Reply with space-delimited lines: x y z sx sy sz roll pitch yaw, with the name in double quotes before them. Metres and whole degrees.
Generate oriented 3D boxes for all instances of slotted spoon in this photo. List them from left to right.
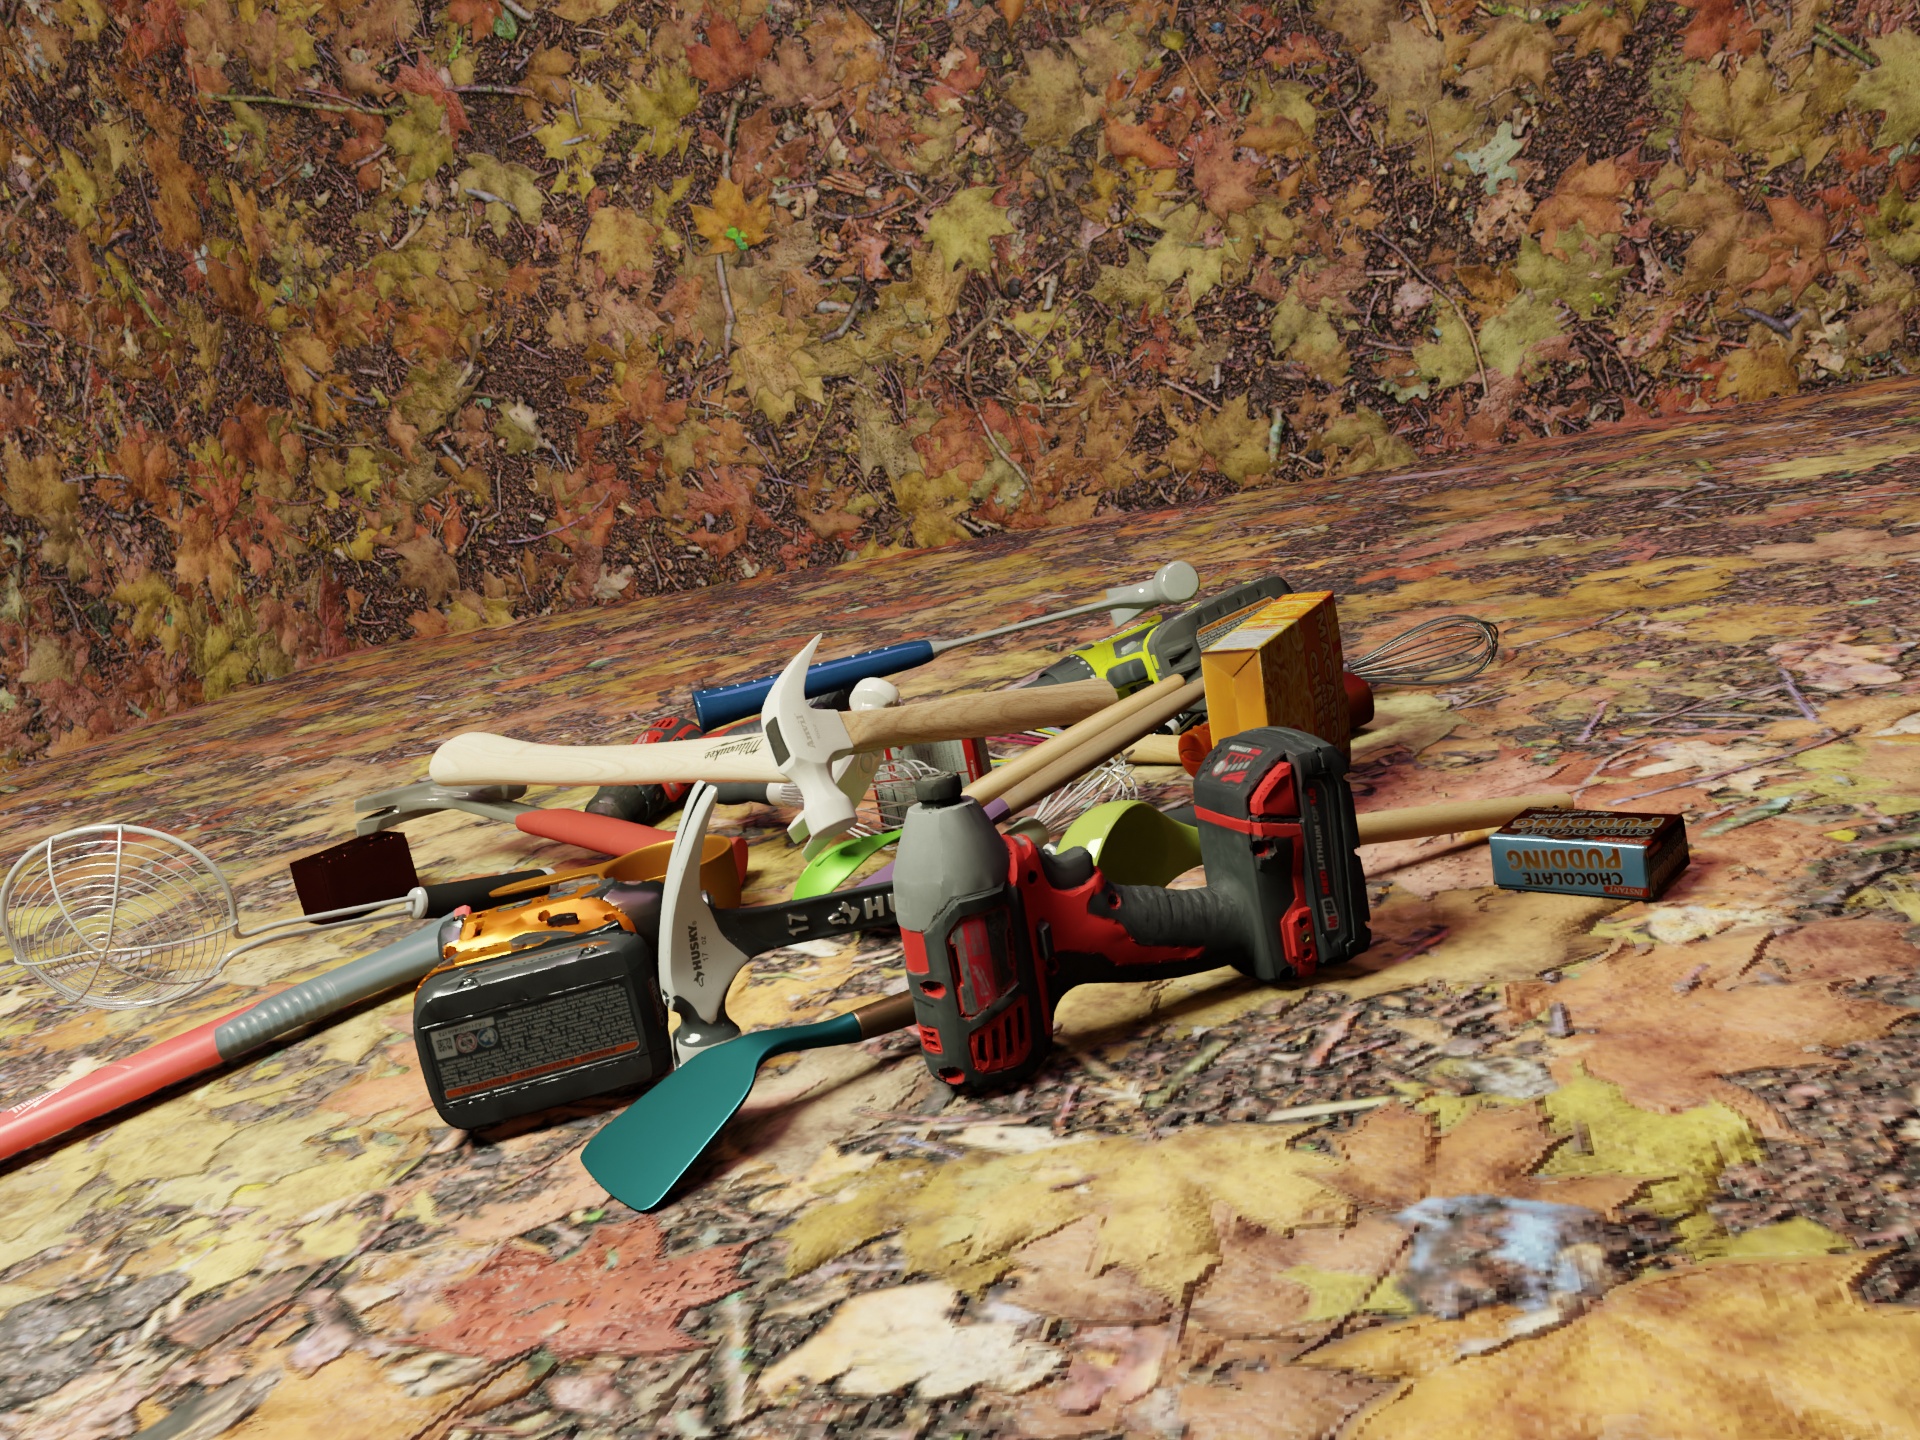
"slotted spoon" 0.021 0.043 1.049 0.314 0.031 0.070 -28 -2 -18

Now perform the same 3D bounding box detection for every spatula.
"spatula" -0.030 0.153 0.781 0.317 0.044 0.082 -14 11 -32
"spatula" 0.046 0.044 1.016 0.316 0.018 0.060 -30 8 -27

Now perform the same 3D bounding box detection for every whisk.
"whisk" -0.111 0.056 1.173 0.070 0.070 0.285 -23 17 -41
"whisk" 0.051 0.071 1.036 0.059 0.058 0.246 -46 -9 38
"whisk" 0.089 0.016 1.243 0.245 0.051 0.047 2 12 38
"whisk" 0.309 -0.036 1.269 0.239 0.055 0.055 -14 11 12

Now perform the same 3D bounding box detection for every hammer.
"hammer" -0.470 0.198 0.959 0.143 0.038 0.386 -2 15 44
"hammer" -0.301 0.083 1.203 0.359 0.036 0.149 8 16 39
"hammer" -0.241 0.038 1.164 0.411 0.038 0.146 -2 42 30
"hammer" -0.015 -0.058 1.285 0.405 0.035 0.144 -15 0 -12
"hammer" -0.002 -0.004 1.102 0.331 0.130 0.031 -8 -23 -47
"hammer" 0.036 0.077 0.857 0.409 0.149 0.036 -10 10 -25

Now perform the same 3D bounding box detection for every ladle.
"ladle" 0.199 0.066 0.856 0.320 0.078 0.062 -5 20 -16

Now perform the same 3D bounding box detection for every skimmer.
"skimmer" -0.427 0.113 1.054 0.090 0.127 0.363 35 20 26

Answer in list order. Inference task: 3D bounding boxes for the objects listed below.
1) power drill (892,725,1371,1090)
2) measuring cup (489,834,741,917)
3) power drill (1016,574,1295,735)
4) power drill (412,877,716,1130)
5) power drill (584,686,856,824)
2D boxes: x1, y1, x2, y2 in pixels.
"power drill" 0.075 0.075 0.748 0.219 0.143 0.078 -14 9 -18
"measuring cup" -0.227 0.121 1.050 0.173 0.052 0.095 -11 12 13
"power drill" 0.154 -0.043 1.286 0.190 0.080 0.228 -24 5 -25
"power drill" -0.212 0.140 0.883 0.164 0.084 0.226 -14 8 -10
"power drill" -0.200 0.037 1.348 0.227 0.080 0.188 -12 18 17
